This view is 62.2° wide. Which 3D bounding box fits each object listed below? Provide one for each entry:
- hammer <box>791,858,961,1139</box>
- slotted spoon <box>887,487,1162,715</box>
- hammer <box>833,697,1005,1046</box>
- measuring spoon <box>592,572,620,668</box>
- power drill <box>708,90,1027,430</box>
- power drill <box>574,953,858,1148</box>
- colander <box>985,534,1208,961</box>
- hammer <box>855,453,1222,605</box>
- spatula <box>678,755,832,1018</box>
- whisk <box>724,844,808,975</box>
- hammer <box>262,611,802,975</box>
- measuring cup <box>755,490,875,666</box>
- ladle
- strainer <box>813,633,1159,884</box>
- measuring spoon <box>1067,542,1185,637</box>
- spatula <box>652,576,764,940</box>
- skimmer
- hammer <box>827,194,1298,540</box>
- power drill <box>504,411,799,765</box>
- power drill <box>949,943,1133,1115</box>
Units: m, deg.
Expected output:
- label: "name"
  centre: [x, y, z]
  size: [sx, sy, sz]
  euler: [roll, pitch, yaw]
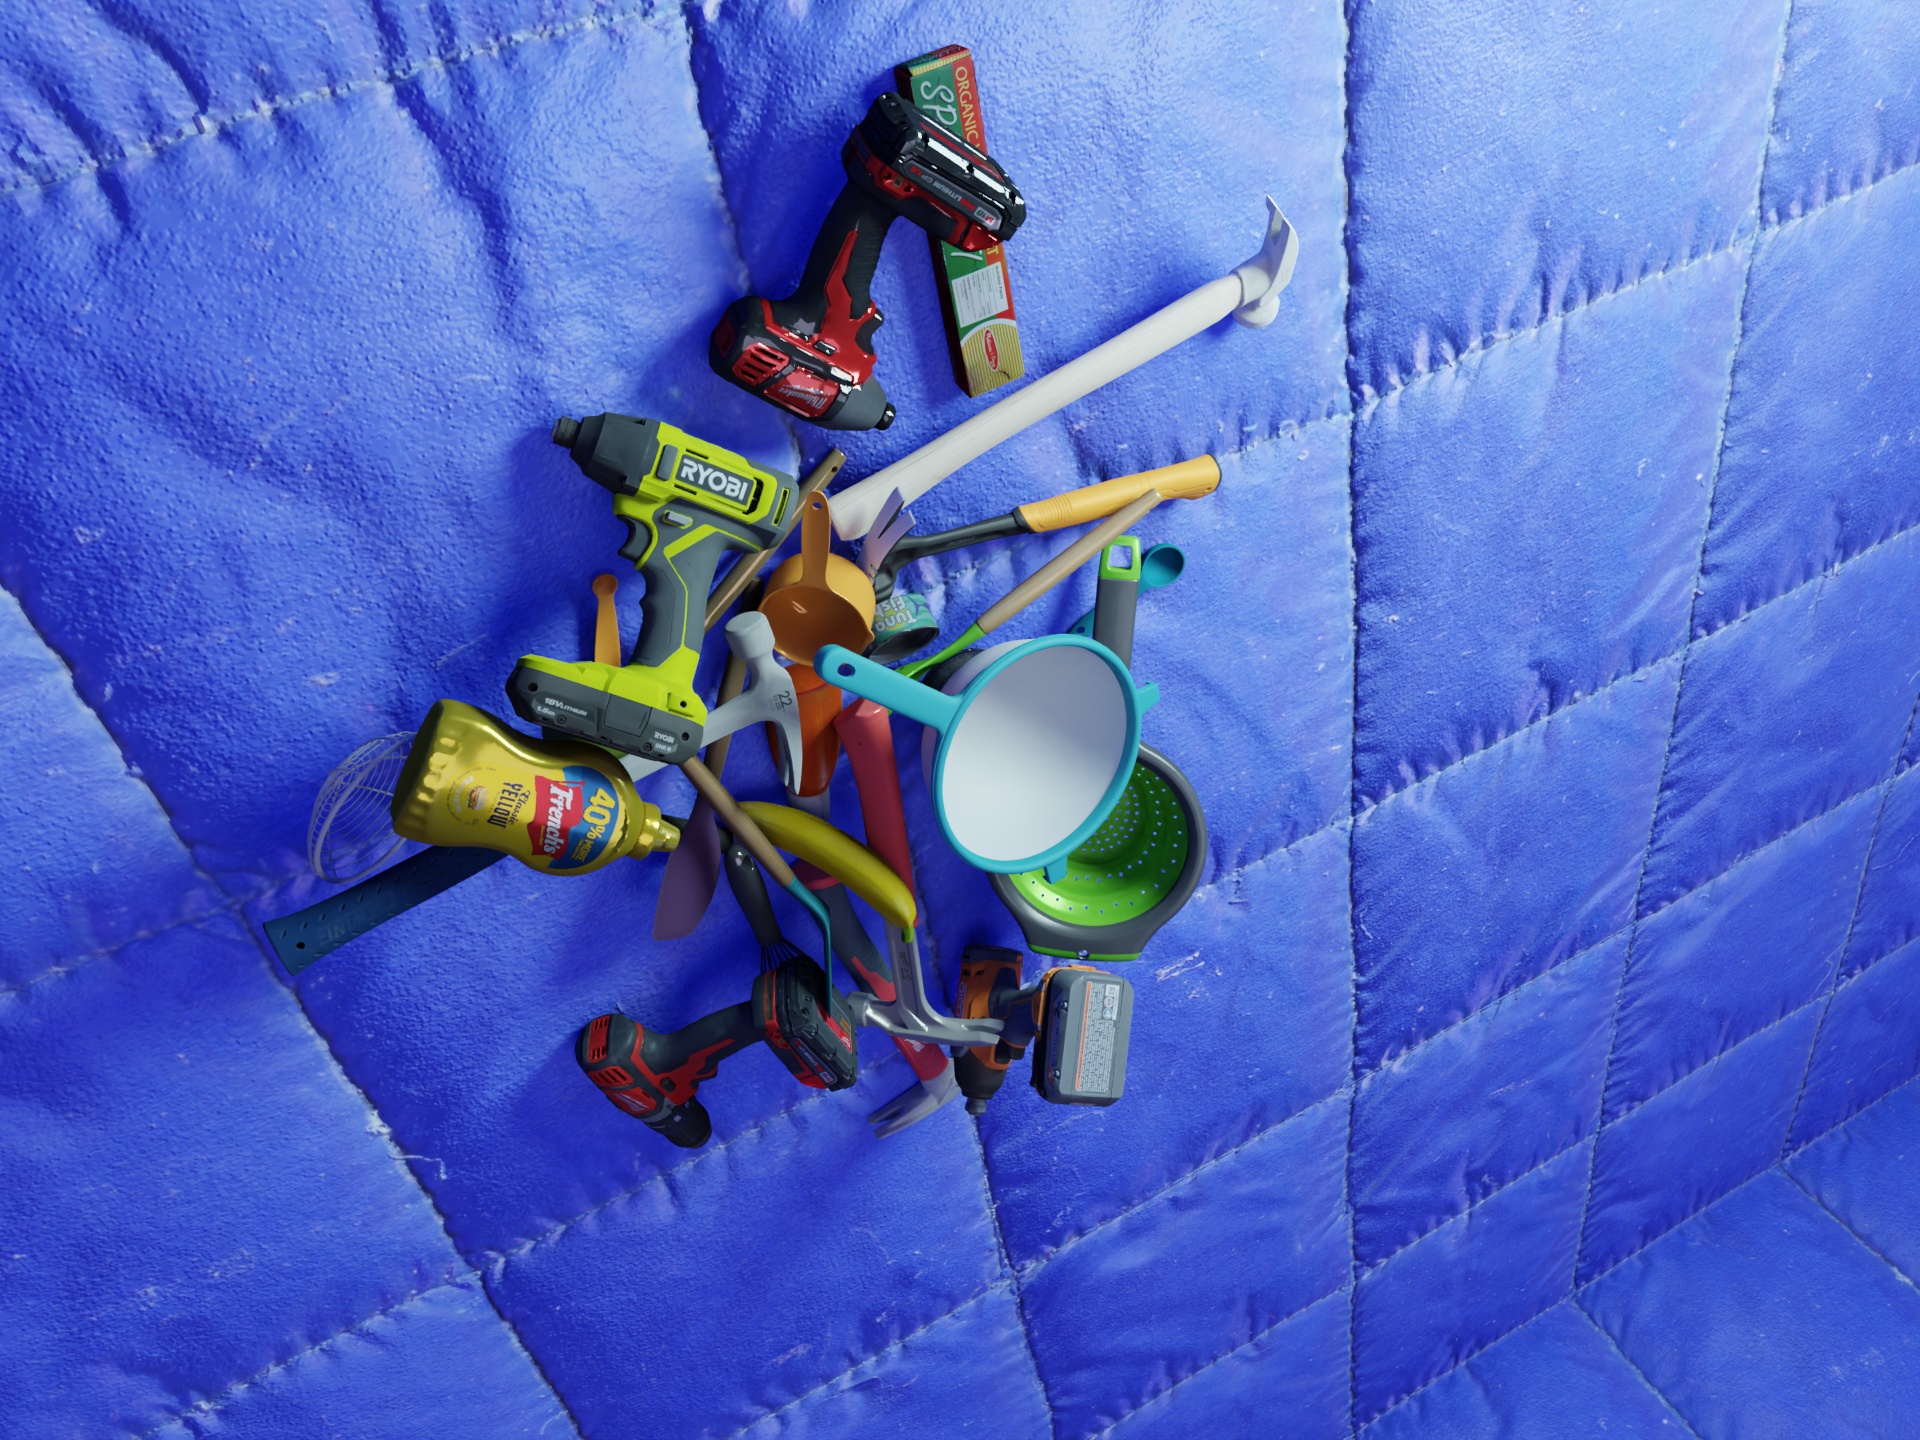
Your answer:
- label: "hammer"
  centre: [-0.089, 0.268, 1.531]
  size: [0.143, 0.038, 0.385]
  euler: [-32, 133, -6]
- label: "slotted spoon"
  centre: [0.037, -0.093, 1.319]
  size: [0.314, 0.031, 0.070]
  euler: [-37, 176, 7]
- label: "hammer"
  centre: [-0.049, 0.137, 1.368]
  size: [0.149, 0.037, 0.358]
  euler: [4, 124, 16]
- label: "measuring spoon"
  centre: [-0.269, -0.062, 1.200]
  size: [0.021, 0.011, 0.116]
  euler: [-17, 133, -30]
- label: "power drill"
  centre: [-0.060, -0.299, 1.091]
  size: [0.143, 0.079, 0.219]
  euler: [23, 119, -33]
- label: "power drill"
  centre: [-0.206, 0.309, 1.423]
  size: [0.226, 0.080, 0.187]
  euler: [-18, 134, 11]
- label: "colander"
  centre: [0.128, 0.021, 1.449]
  size: [0.204, 0.094, 0.397]
  euler: [5, 107, 3]
- label: "hammer"
  centre: [0.075, -0.173, 1.292]
  size: [0.337, 0.034, 0.127]
  euler: [-17, 160, -25]
- label: "spatula"
  centre: [-0.164, 0.119, 1.297]
  size: [0.044, 0.082, 0.317]
  euler: [-23, 127, 15]
- label: "whisk"
  centre: [-0.167, 0.187, 1.403]
  size: [0.055, 0.055, 0.238]
  euler: [-27, 136, -13]
- label: "hammer"
  centre: [-0.295, 0.070, 1.152]
  size: [0.405, 0.035, 0.144]
  euler: [-29, 120, -19]
- label: "measuring cup"
  centre: [-0.105, -0.118, 1.199]
  size: [0.095, 0.052, 0.173]
  euler: [9, 136, 2]
- label: "ladle"
  centre: [-0.199, -0.084, 1.207]
  size: [0.320, 0.062, 0.078]
  euler: [-51, 142, -2]
- label: "strainer"
  centre: [-0.002, -0.004, 1.295]
  size: [0.340, 0.095, 0.211]
  euler: [24, 96, -39]
- label: "measuring spoon"
  centre: [0.143, -0.115, 1.417]
  size: [0.128, 0.021, 0.042]
  euler: [-38, 128, 10]
- label: "spatula"
  centre: [-0.196, 0.035, 1.277]
  size: [0.059, 0.018, 0.315]
  euler: [-5, 116, -47]
- label: "skimmer"
  centre: [-0.316, 0.086, 1.220]
  size: [0.363, 0.090, 0.127]
  euler: [14, 113, -38]
- label: "hammer"
  centre: [0.076, -0.259, 1.218]
  size: [0.410, 0.038, 0.146]
  euler: [-31, 166, -5]
- label: "power drill"
  centre: [-0.225, -0.094, 1.101]
  size: [0.171, 0.080, 0.223]
  euler: [19, 82, -20]
- label: "power drill"
  centre: [0.064, 0.299, 1.486]
  size: [0.084, 0.226, 0.164]
  euler: [11, 82, -28]
